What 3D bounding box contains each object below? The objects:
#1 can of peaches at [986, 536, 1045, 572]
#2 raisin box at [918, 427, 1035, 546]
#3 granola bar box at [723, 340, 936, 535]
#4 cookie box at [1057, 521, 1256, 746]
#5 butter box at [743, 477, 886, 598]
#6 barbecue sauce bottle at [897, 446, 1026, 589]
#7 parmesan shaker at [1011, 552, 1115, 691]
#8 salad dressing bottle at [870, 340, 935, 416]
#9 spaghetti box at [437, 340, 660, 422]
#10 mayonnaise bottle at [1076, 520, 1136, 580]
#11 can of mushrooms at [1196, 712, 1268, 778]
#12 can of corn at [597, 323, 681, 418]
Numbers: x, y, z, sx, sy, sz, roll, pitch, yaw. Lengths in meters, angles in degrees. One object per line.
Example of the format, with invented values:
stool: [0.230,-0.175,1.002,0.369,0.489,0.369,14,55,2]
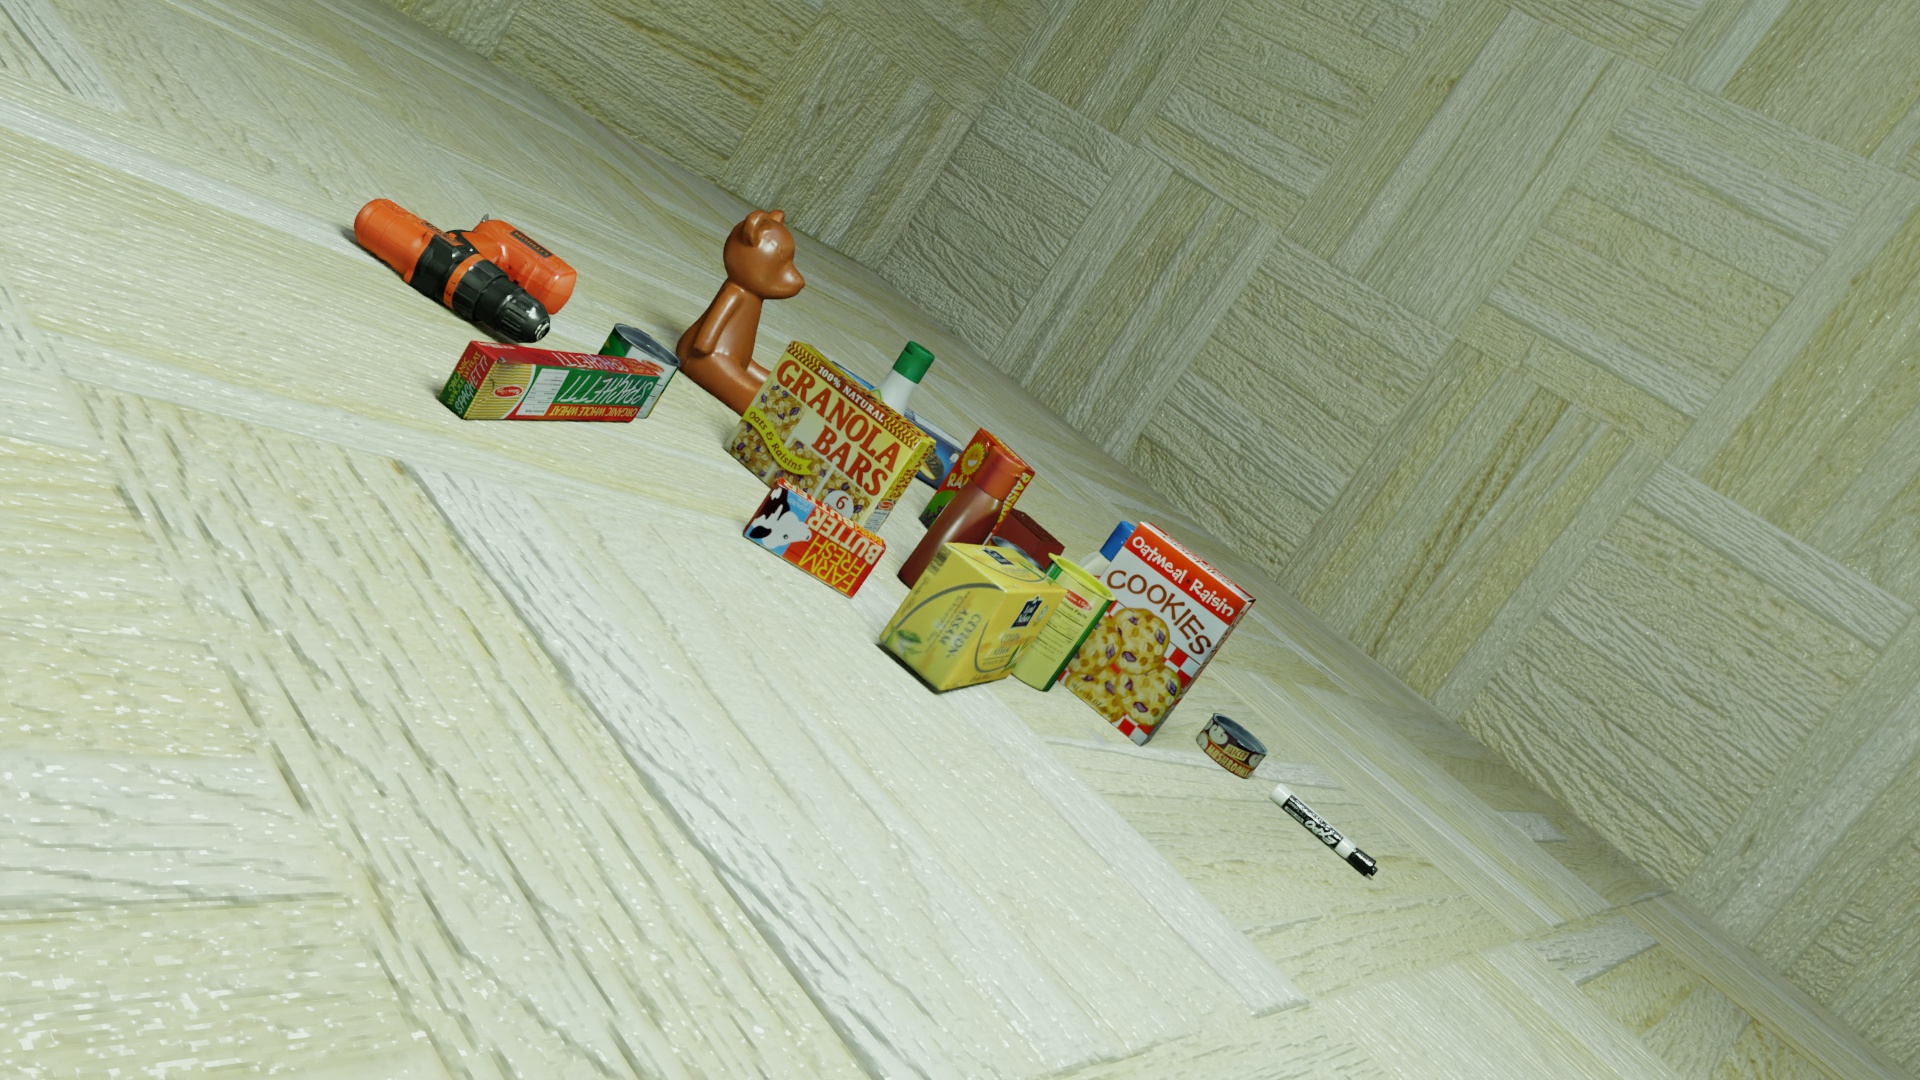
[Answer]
can of peaches: [0.043,0.038,1.384,0.071,0.058,0.071,33,11,-7]
raisin box: [0.016,-0.048,1.494,0.040,0.123,0.086,27,14,-35]
granola bar box: [-0.120,-0.087,1.269,0.166,0.124,0.039,39,12,21]
cookie box: [0.170,0.084,1.276,0.123,0.167,0.040,38,12,18]
butter box: [-0.116,-0.002,1.115,0.103,0.053,0.024,32,11,-14]
barbecue sauce bottle: [0.005,-0.016,1.269,0.044,0.148,0.065,40,12,25]
parmesan shaker: [0.079,0.072,1.233,0.071,0.103,0.071,33,11,-7]
salad dressing bottle: [-0.084,-0.162,1.615,0.044,0.147,0.064,23,16,-47]
spaghetti box: [-0.307,-0.119,1.067,0.029,0.050,0.250,36,12,9]
mayonnaise bottle: [0.128,0.050,1.346,0.065,0.147,0.041,33,11,-6]
can of mushrooms: [0.273,0.207,1.397,0.071,0.033,0.071,33,12,-7]
can of corn: [-0.289,-0.150,1.221,0.071,0.058,0.071,33,11,-7]
